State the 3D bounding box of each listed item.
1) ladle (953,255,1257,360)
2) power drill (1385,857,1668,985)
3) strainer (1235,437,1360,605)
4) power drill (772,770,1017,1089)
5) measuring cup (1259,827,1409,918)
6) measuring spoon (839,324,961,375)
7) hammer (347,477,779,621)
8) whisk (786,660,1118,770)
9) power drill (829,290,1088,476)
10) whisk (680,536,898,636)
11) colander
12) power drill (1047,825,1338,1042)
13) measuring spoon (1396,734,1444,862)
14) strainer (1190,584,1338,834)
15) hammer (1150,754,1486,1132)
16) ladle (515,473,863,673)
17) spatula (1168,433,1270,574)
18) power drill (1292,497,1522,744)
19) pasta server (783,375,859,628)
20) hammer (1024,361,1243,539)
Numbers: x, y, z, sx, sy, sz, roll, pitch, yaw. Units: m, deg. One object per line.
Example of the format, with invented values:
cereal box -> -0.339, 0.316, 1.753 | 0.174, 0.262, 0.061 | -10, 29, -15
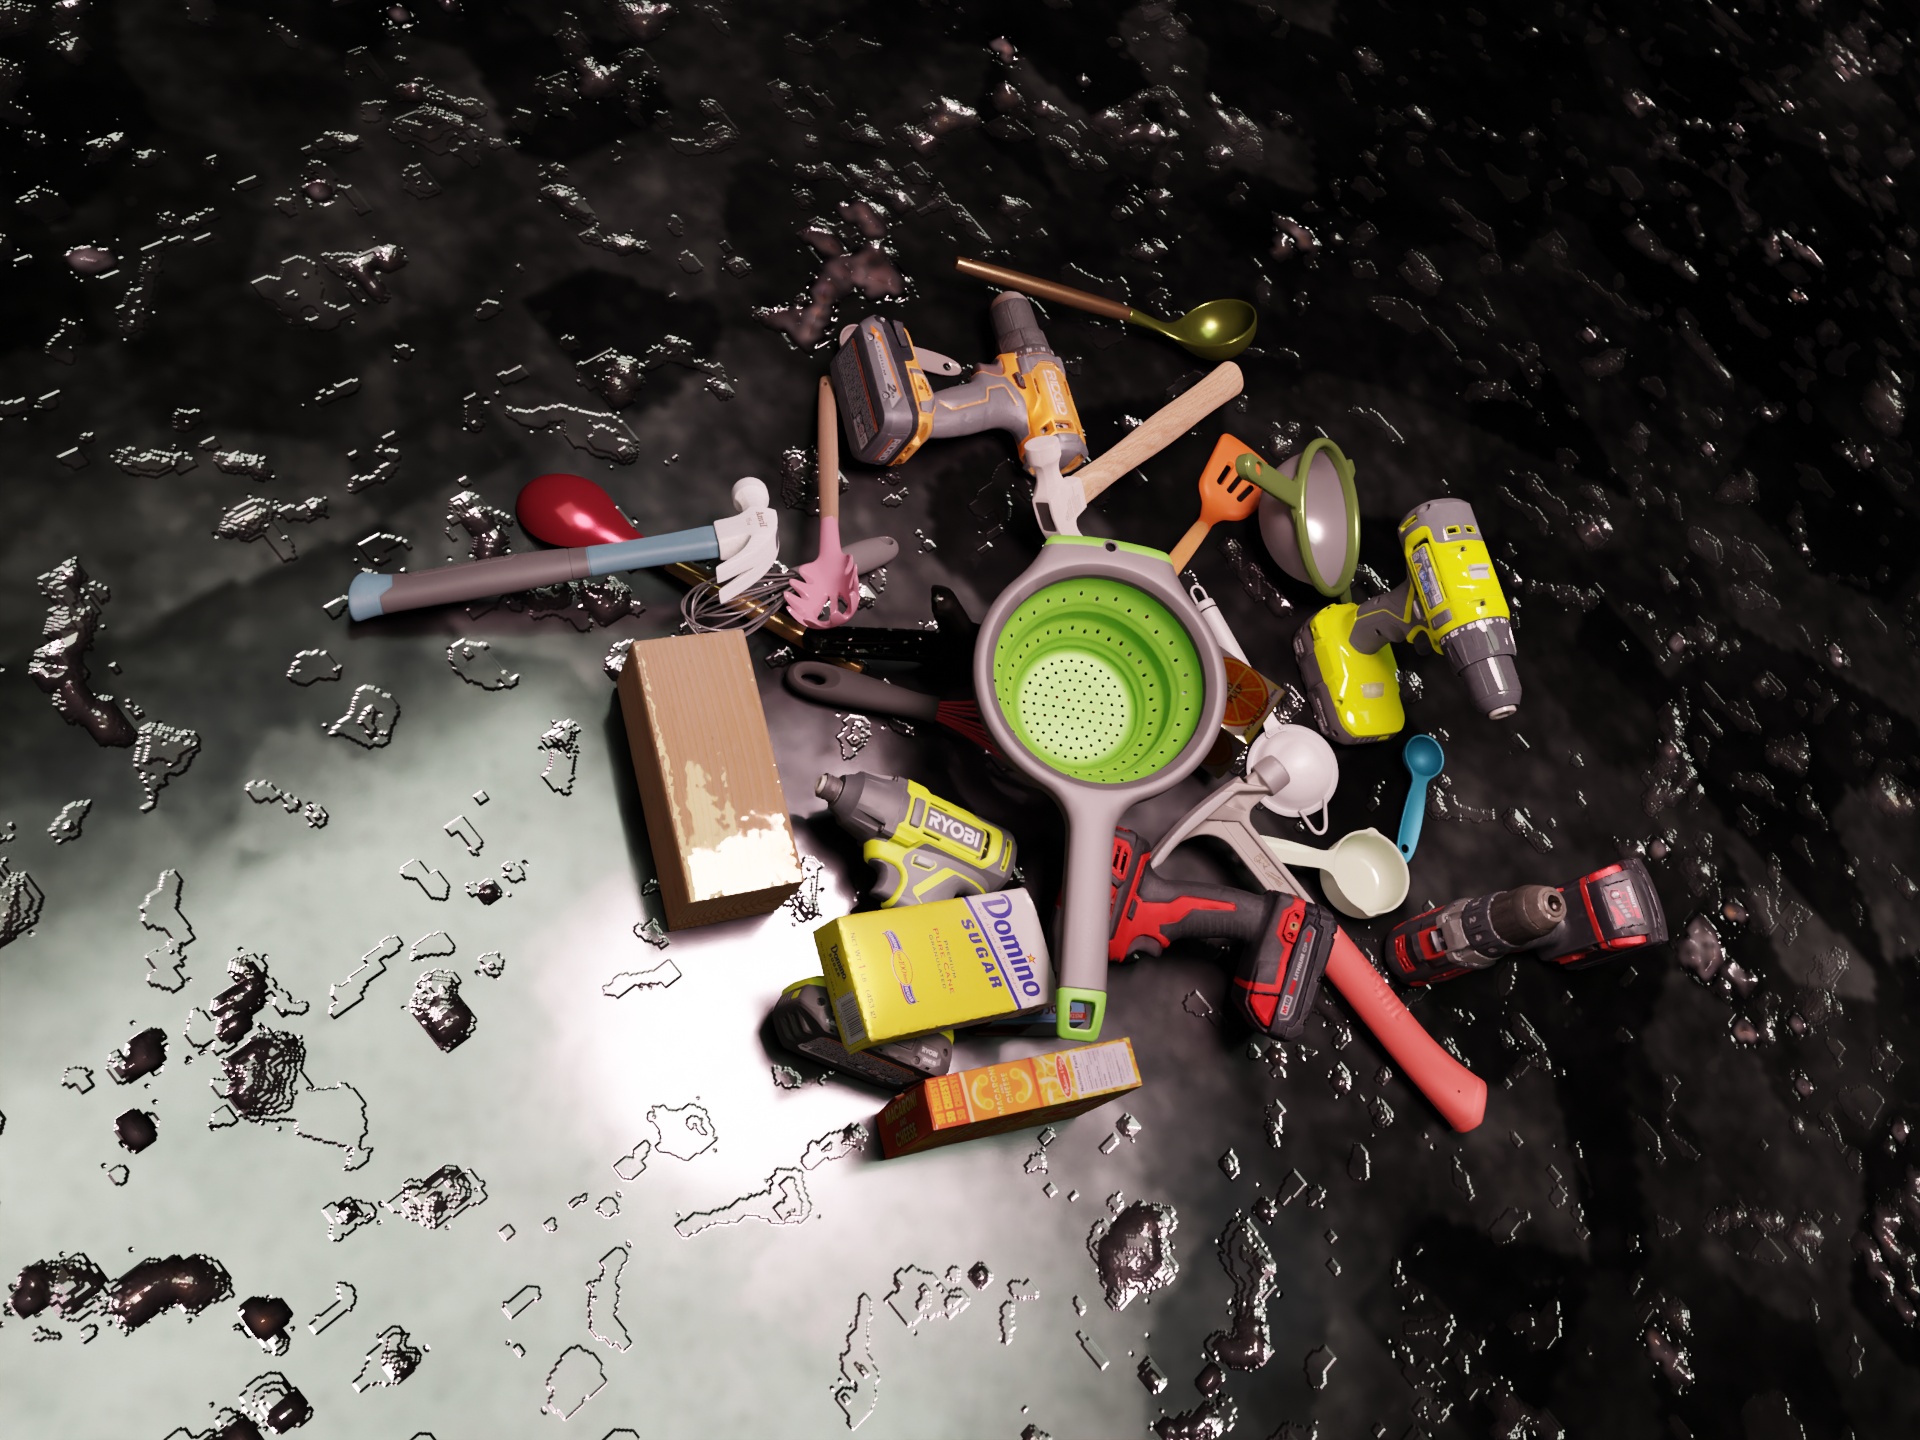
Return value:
ladle -> 0.145, -0.413, 1.548 | 0.320, 0.062, 0.078 | 10, 40, -22
power drill -> 0.507, 0.174, 1.383 | 0.226, 0.188, 0.080 | -4, 70, -27
strainer -> 0.295, -0.199, 1.479 | 0.256, 0.069, 0.151 | 16, 75, -53
power drill -> -0.057, 0.155, 1.226 | 0.171, 0.080, 0.223 | 27, 58, -20
measuring cup -> 0.315, 0.129, 1.412 | 0.167, 0.038, 0.083 | 13, 65, -11
measuring spoon -> -0.057, -0.339, 1.483 | 0.124, 0.018, 0.034 | 10, 74, -25
hammer -> -0.304, -0.122, 1.240 | 0.331, 0.033, 0.128 | -11, 41, -11
whisk -> -0.002, -0.004, 1.337 | 0.295, 0.073, 0.073 | 14, 64, -8
power drill -> -0.001, -0.315, 1.449 | 0.226, 0.084, 0.185 | -4, 70, -32
whisk -> -0.134, -0.115, 1.318 | 0.239, 0.055, 0.055 | -27, 79, -43
colander -> 0.095, 0.055, 1.250 | 0.204, 0.094, 0.397 | 8, 71, -9
power drill -> 0.181, 0.180, 1.299 | 0.219, 0.078, 0.143 | 19, 86, -2
measuring spoon -> 0.422, 0.075, 1.490 | 0.042, 0.021, 0.129 | 21, 71, -12
strainer -> 0.274, -0.015, 1.457 | 0.087, 0.050, 0.259 | -23, 74, -13
hammer -> 0.319, 0.211, 1.364 | 0.149, 0.037, 0.359 | -39, 91, -5
ladle -> -0.220, -0.117, 1.317 | 0.315, 0.031, 0.069 | 29, 62, -9
spatula -> 0.220, -0.175, 1.470 | 0.081, 0.041, 0.323 | 41, 39, -1
power drill -> 0.401, -0.063, 1.414 | 0.080, 0.228, 0.191 | -5, 70, -23
pasta server -> -0.113, -0.190, 1.337 | 0.060, 0.040, 0.317 | -12, 50, 9
hammer -> 0.174, -0.260, 1.499 | 0.331, 0.031, 0.130 | -39, 127, -38
